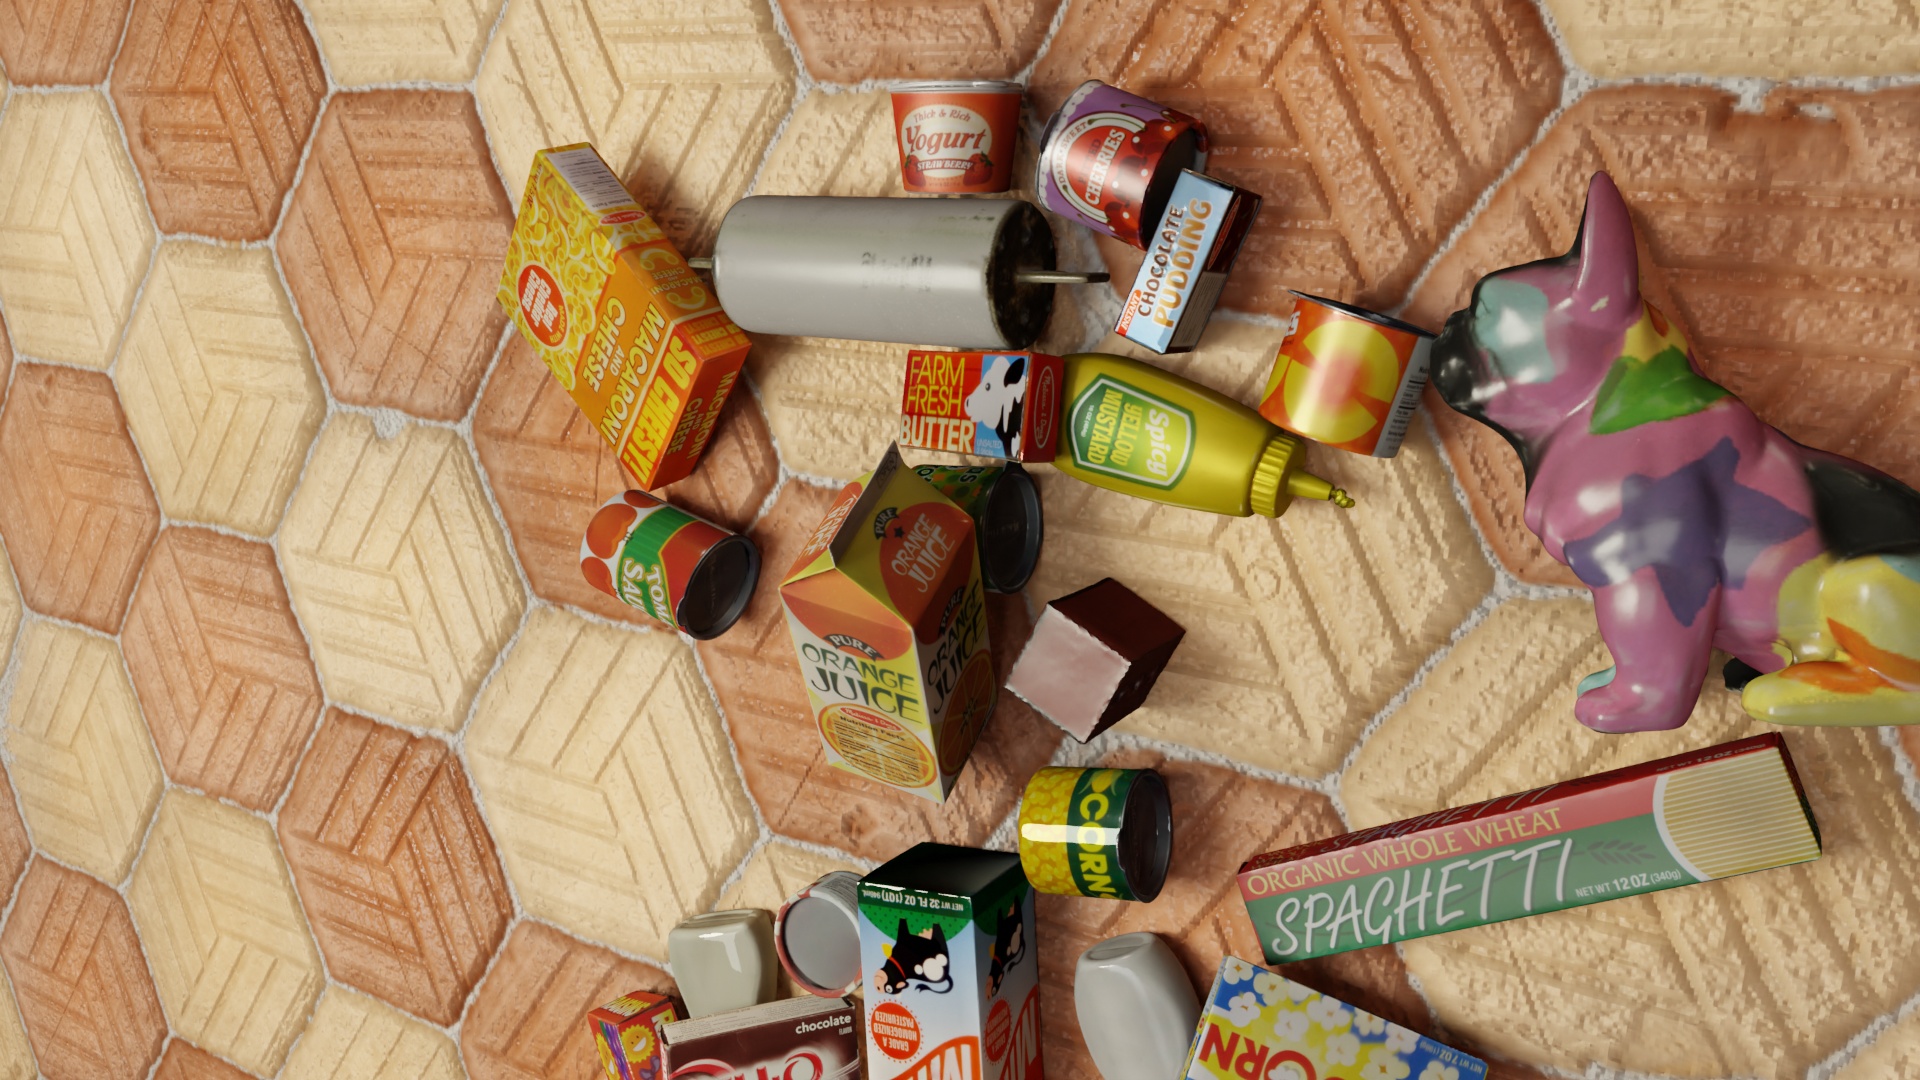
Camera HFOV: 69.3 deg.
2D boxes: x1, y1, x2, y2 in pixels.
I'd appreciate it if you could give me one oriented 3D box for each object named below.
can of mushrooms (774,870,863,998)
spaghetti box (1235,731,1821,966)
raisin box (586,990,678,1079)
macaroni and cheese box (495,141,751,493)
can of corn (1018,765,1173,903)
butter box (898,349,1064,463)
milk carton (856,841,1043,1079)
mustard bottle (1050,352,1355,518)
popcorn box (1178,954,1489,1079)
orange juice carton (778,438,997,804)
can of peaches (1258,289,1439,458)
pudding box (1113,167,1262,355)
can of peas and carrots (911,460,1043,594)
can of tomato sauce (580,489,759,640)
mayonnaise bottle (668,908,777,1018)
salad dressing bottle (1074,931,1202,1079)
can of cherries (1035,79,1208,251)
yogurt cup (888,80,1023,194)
[{"bbox_3d":[-0.075,0.233,0.814,0.071,0.033,0.071,4,98,27],"label":"can of mushrooms"},{"bbox_3d":[0.246,0.145,0.632,0.249,0.029,0.050,-22,85,29],"label":"spaghetti box"},{"bbox_3d":[-0.187,0.348,0.866,0.086,0.040,0.123,-28,82,61],"label":"raisin box"},{"bbox_3d":[-0.201,-0.130,0.816,0.167,0.040,0.123,50,136,14],"label":"macaroni and cheese box"},{"bbox_3d":[0.068,0.149,0.705,0.058,0.071,0.071,-4,95,30],"label":"can of corn"},{"bbox_3d":[0.008,-0.069,0.699,0.103,0.024,0.053,11,97,52],"label":"butter box"},{"bbox_3d":[-0.003,0.269,0.757,0.072,0.073,0.190,0,97,28],"label":"milk carton"},{"bbox_3d":[0.113,-0.045,0.670,0.160,0.049,0.065,20,106,25],"label":"mustard bottle"},{"bbox_3d":[0.170,0.259,0.650,0.127,0.038,0.085,20,77,14],"label":"popcorn box"},{"bbox_3d":[-0.034,0.042,0.688,0.073,0.072,0.191,15,141,20],"label":"orange juice carton"},{"bbox_3d":[0.172,-0.075,0.625,0.071,0.071,0.058,24,108,24],"label":"can of peaches"},{"bbox_3d":[0.109,-0.132,0.662,0.030,0.050,0.083,30,110,21],"label":"pudding box"},{"bbox_3d":[0.003,-0.009,0.724,0.058,0.071,0.071,3,98,29],"label":"can of peas and carrots"},{"bbox_3d":[-0.173,0.015,0.821,0.083,0.071,0.071,23,106,25],"label":"can of tomato sauce"},{"bbox_3d":[-0.135,0.303,0.851,0.064,0.041,0.148,-11,92,18],"label":"mayonnaise bottle"},{"bbox_3d":[0.104,0.280,0.718,0.064,0.044,0.147,-19,88,33],"label":"salad dressing bottle"},{"bbox_3d":[0.076,-0.178,0.661,0.058,0.072,0.071,29,109,22],"label":"can of cherries"},{"bbox_3d":[-0.002,-0.205,0.706,0.072,0.073,0.053,8,108,28],"label":"yogurt cup"}]
